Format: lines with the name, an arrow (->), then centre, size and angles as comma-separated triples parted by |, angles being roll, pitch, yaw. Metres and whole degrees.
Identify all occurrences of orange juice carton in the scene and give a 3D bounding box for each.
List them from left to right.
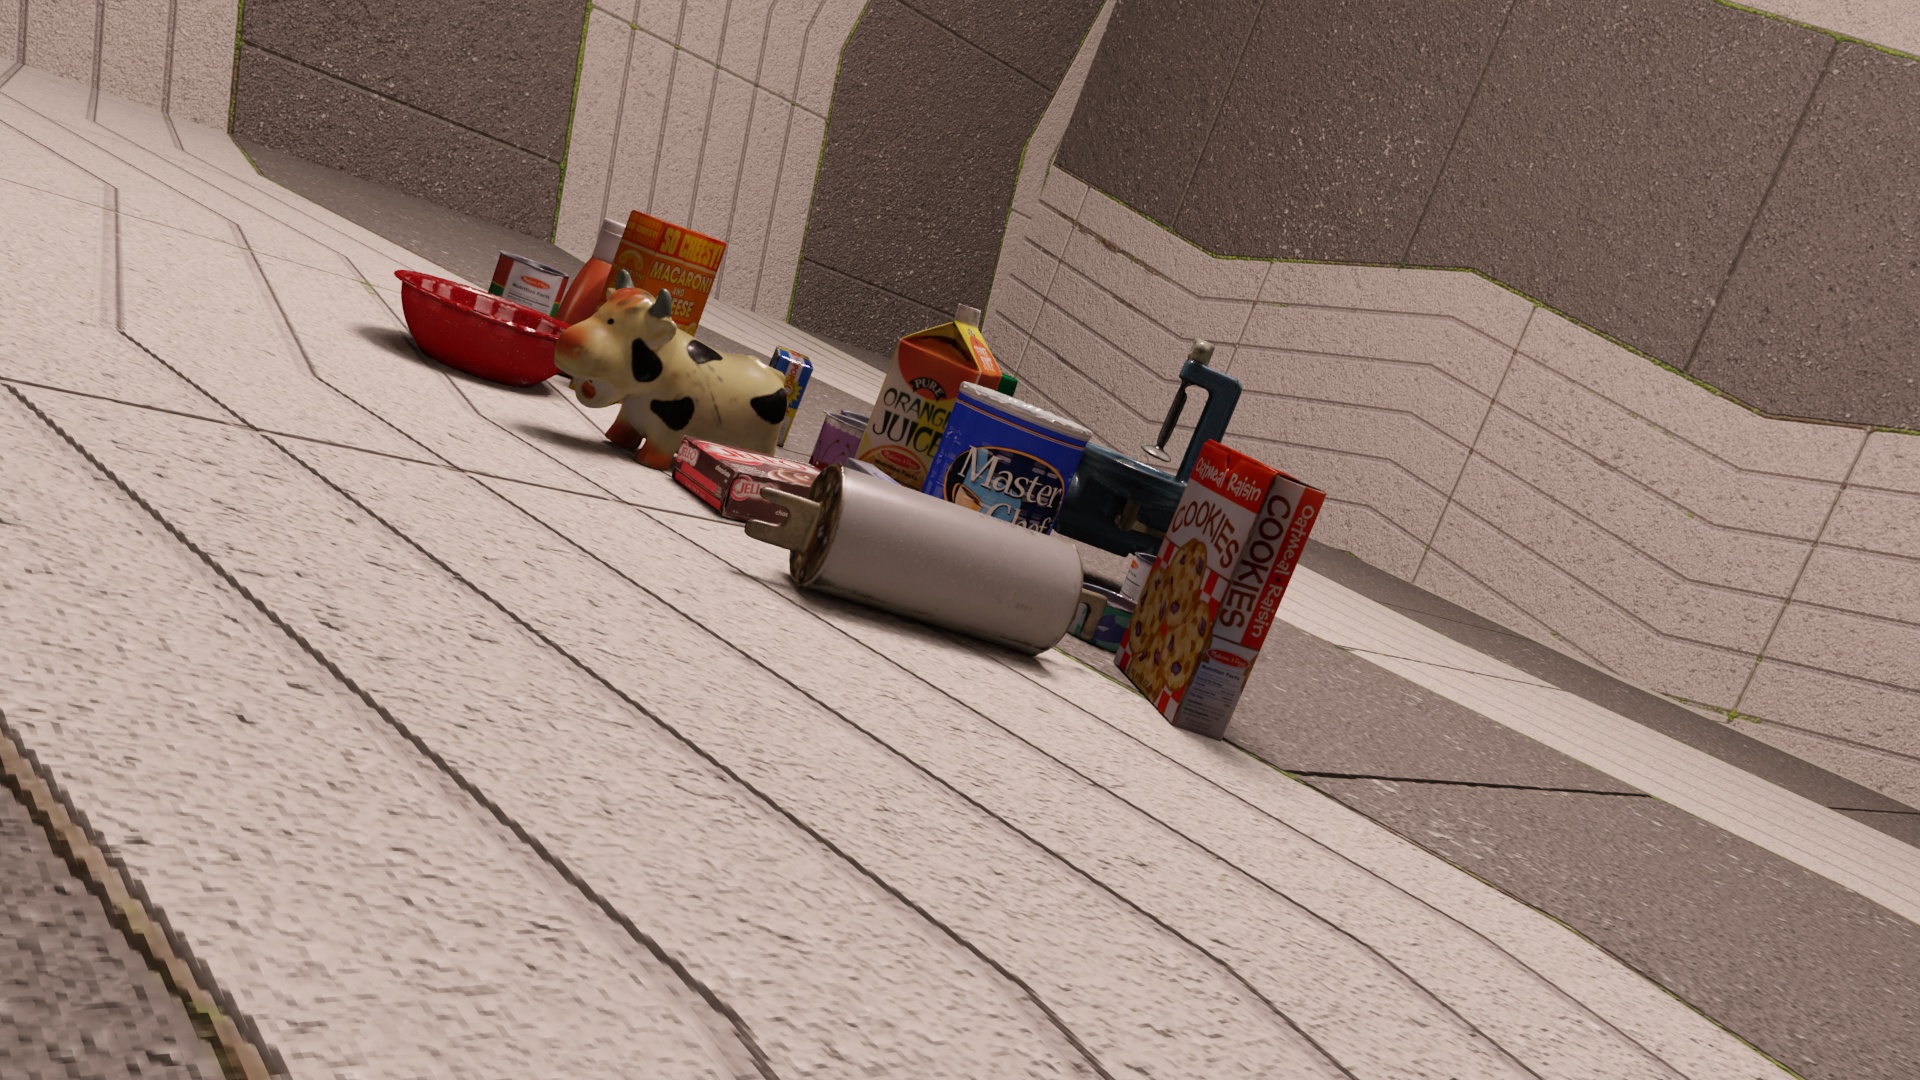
orange juice carton -> -0.026, -0.095, 1.100 | 0.073, 0.192, 0.072 | 23, 8, 13

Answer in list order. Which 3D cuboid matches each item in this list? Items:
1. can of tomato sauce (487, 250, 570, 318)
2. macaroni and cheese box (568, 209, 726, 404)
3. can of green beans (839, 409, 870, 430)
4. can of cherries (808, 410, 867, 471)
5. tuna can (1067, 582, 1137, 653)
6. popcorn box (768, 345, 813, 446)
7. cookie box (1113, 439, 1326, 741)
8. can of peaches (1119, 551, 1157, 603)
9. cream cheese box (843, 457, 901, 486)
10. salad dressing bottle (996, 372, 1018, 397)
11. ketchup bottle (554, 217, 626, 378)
can of tomato sauce -> -0.418, -0.225, 1.323 | 0.071, 0.083, 0.071 | 21, 8, -3
macaroni and cheese box -> -0.282, -0.206, 1.260 | 0.040, 0.166, 0.124 | 23, 8, 14
can of green beans -> -0.094, -0.088, 1.341 | 0.071, 0.057, 0.071 | 21, 8, -3
can of cherries -> -0.103, -0.080, 1.270 | 0.071, 0.058, 0.071 | 21, 8, -3
tuna can -> 0.108, 0.058, 1.020 | 0.071, 0.032, 0.071 | 21, 9, -3
popcorn box -> -0.183, -0.148, 1.407 | 0.038, 0.085, 0.127 | 20, 9, -12
cookie box -> 0.162, 0.027, 0.894 | 0.040, 0.167, 0.123 | 19, 9, -14
can of peaches -> 0.164, 0.049, 1.124 | 0.071, 0.058, 0.071 | 21, 8, -3
cream cheese box -> -0.065, -0.022, 1.024 | 0.024, 0.053, 0.104 | 17, 10, -30
salad dressing bottle -> 0.010, -0.086, 1.284 | 0.044, 0.147, 0.064 | 15, 10, -37
ketchup bottle -> -0.334, -0.221, 1.280 | 0.065, 0.148, 0.043 | 14, 11, -43
